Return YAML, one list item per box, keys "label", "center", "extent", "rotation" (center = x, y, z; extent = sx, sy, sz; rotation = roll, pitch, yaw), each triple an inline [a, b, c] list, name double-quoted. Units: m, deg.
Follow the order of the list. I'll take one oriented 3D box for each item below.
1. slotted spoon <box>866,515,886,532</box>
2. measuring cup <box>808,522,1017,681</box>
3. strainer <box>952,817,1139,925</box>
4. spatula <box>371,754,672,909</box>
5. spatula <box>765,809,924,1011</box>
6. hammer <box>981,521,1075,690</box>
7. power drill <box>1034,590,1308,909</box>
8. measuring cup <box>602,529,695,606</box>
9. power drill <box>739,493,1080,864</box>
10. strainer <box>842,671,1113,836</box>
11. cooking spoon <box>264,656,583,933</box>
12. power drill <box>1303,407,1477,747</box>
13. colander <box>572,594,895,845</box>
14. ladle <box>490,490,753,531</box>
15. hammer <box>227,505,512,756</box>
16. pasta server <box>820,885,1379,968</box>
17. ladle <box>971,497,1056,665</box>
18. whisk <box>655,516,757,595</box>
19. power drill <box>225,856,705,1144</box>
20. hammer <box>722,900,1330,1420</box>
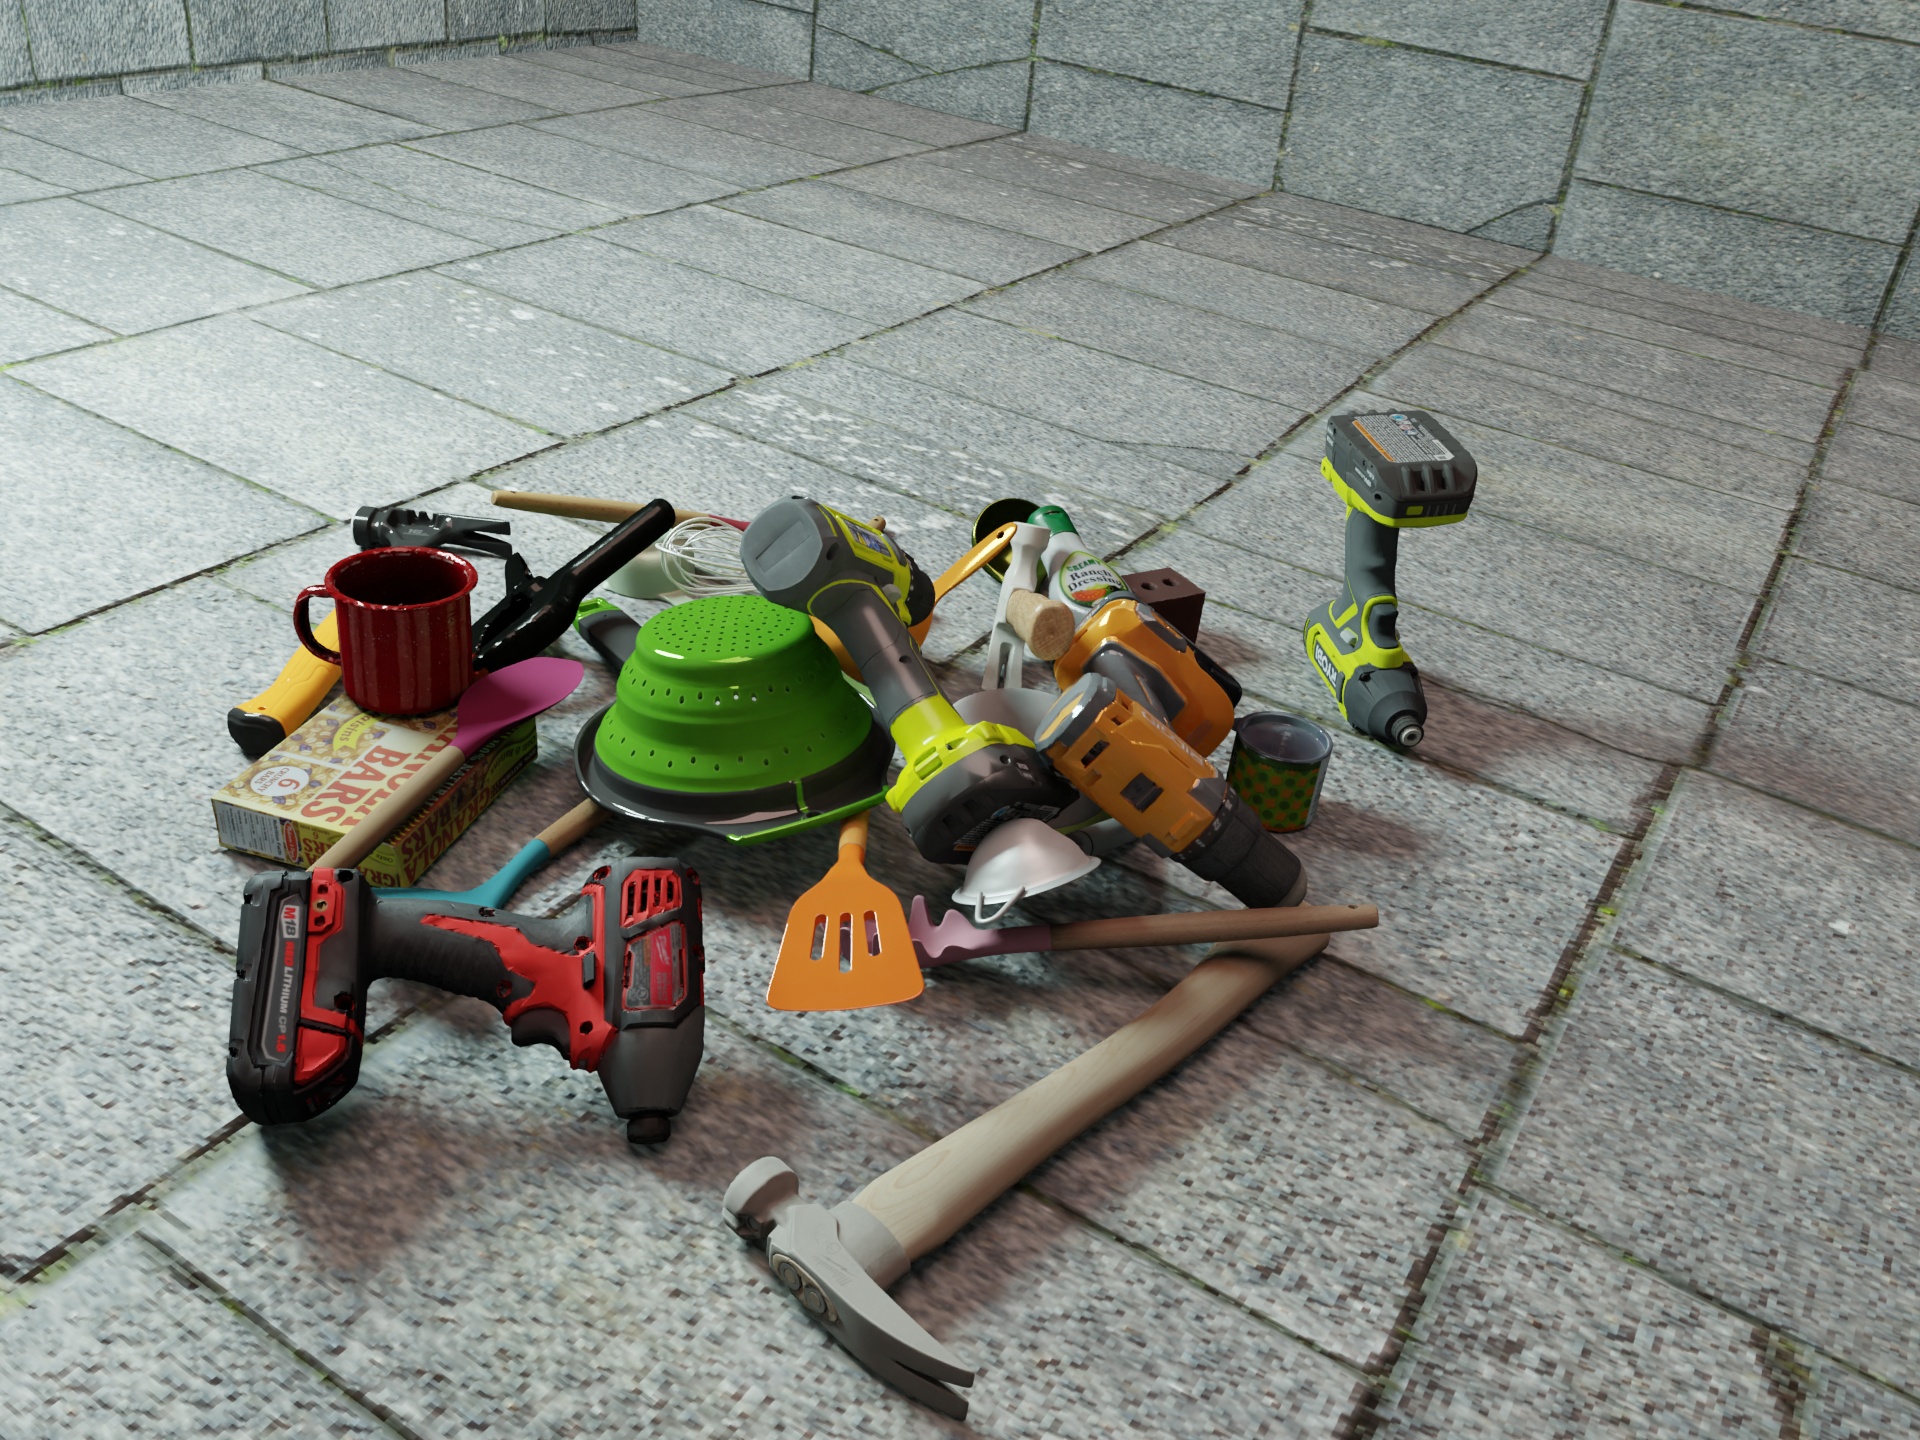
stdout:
- label: "slotted spoon"
  center: [-0.113, -0.108, 1.293]
  extent: [0.070, 0.031, 0.314]
  rotation: [20, 31, 6]
- label: "measuring cup"
  center: [-0.038, -0.103, 1.173]
  extent: [0.052, 0.173, 0.095]
  rotation: [38, 21, -44]
- label: "strainer"
  center: [0.065, 0.075, 0.957]
  extent: [0.087, 0.050, 0.258]
  rotation: [-12, -1, 26]
- label: "spatula"
  center: [-0.240, 0.058, 0.977]
  extent: [0.082, 0.044, 0.317]
  rotation: [14, 30, 23]
- label: "spatula"
  center: [-0.063, 0.079, 0.944]
  extent: [0.081, 0.041, 0.323]
  rotation: [-5, 17, 0]
- label: "hammer"
  center: [0.047, -0.069, 1.085]
  extent: [0.031, 0.130, 0.331]
  rotation: [11, 7, -3]
- label: "power drill"
  center: [0.135, 0.020, 0.999]
  extent: [0.185, 0.084, 0.226]
  rotation: [39, 20, -9]
- label: "measuring cup"
  center: [-0.225, -0.113, 1.264]
  extent: [0.083, 0.038, 0.168]
  rotation: [-19, 37, -36]
- label: "power drill"
  center: [-0.025, -0.027, 0.977]
  extent: [0.229, 0.080, 0.190]
  rotation: [57, 16, 18]
- label: "strainer"
  center: [-0.002, -0.004, 1.101]
  extent: [0.256, 0.069, 0.151]
  rotation: [27, 36, 27]
- label: "cooking spoon"
  center: [-0.315, 0.034, 0.947]
  extent: [0.069, 0.017, 0.319]
  rotation: [7, 30, 14]
- label: "power drill"
  center: [0.315, -0.103, 1.181]
  extent: [0.080, 0.223, 0.171]
  rotation: [-5, 32, -6]
- label: "colander"
  center: [-0.188, -0.048, 1.066]
  extent: [0.204, 0.094, 0.397]
  rotation: [-17, 30, -28]
- label: "ladle"
  center: [-0.228, -0.163, 1.286]
  extent: [0.315, 0.031, 0.069]
  rotation: [1, 23, -40]
- label: "hammer"
  center: [-0.436, -0.073, 1.163]
  extent: [0.127, 0.034, 0.337]
  rotation: [6, 31, 0]
- label: "pasta server"
  center: [0.078, 0.115, 0.906]
  extent: [0.316, 0.040, 0.060]
  rotation: [-4, 19, 3]
- label: "ladle"
  center: [0.073, -0.080, 1.259]
  extent: [0.078, 0.062, 0.321]
  rotation: [1, 34, -16]
- label: "whisk"
  center: [-0.124, -0.110, 1.215]
  extent: [0.246, 0.058, 0.059]
  rotation: [9, 12, -42]
- label: "power drill"
  center: [-0.236, 0.140, 0.785]
  extent: [0.219, 0.078, 0.143]
  rotation: [1, 65, -16]
- label: "hammer"
  center: [0.080, 0.193, 0.829]
  extent: [0.146, 0.038, 0.410]
  rotation: [32, 39, 32]
